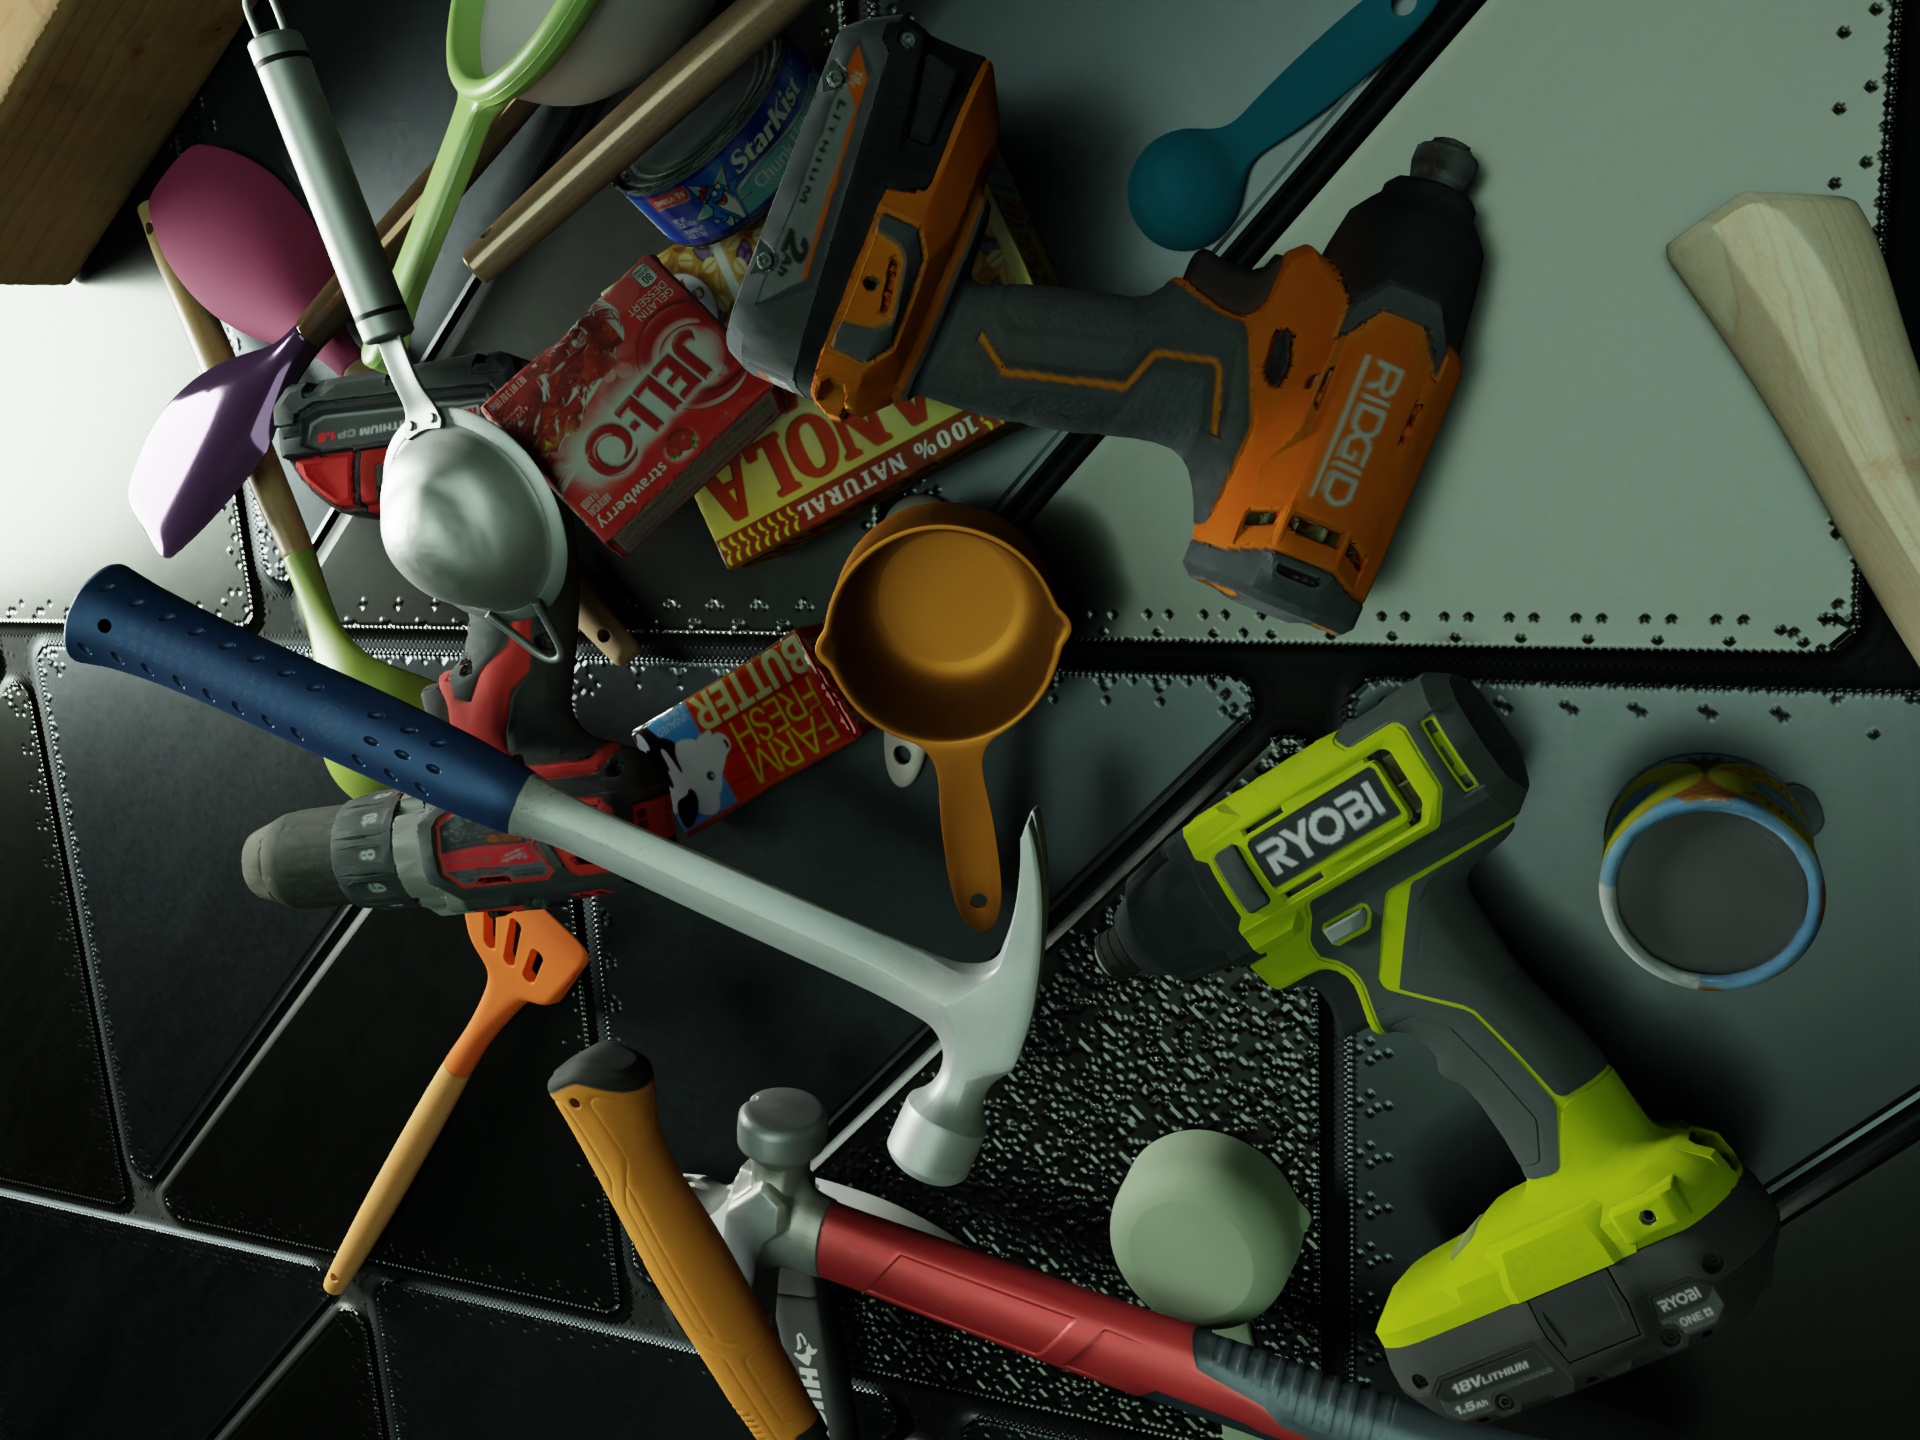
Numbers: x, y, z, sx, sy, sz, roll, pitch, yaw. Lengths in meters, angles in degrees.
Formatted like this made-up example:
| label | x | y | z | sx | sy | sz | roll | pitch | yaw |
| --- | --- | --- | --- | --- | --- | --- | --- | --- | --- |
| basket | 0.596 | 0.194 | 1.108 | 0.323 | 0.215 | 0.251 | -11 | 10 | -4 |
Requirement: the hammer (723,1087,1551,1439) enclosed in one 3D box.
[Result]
| label | x | y | z | sx | sy | sz | roll | pitch | yaw |
| --- | --- | --- | --- | --- | --- | --- | --- | --- | --- |
| hammer | 0.079 | 0.264 | 0.625 | 0.386 | 0.038 | 0.143 | 13 | 110 | 21 |

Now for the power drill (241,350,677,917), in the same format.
| label | x | y | z | sx | sy | sz | roll | pitch | yaw |
| --- | --- | --- | --- | --- | --- | --- | --- | --- | --- |
| power drill | -0.225 | -0.027 | 0.671 | 0.188 | 0.080 | 0.226 | -7 | 93 | 11 |

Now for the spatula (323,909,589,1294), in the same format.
| label | x | y | z | sx | sy | sz | roll | pitch | yaw |
| --- | --- | --- | --- | --- | --- | --- | --- | --- | --- |
| spatula | -0.268 | 0.193 | 0.801 | 0.081 | 0.041 | 0.322 | 38 | 116 | 10 |

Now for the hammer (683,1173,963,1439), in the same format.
| label | x | y | z | sx | sy | sz | roll | pitch | yaw |
| --- | --- | --- | --- | --- | --- | --- | --- | --- | --- |
| hammer | -0.051 | 0.373 | 0.753 | 0.146 | 0.035 | 0.334 | -4 | 102 | 25 |

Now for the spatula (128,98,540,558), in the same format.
| label | x | y | z | sx | sy | sz | roll | pitch | yaw |
| --- | --- | --- | --- | --- | --- | --- | --- | --- | --- |
| spatula | -0.270 | -0.188 | 0.696 | 0.316 | 0.018 | 0.060 | -39 | 77 | 19 |

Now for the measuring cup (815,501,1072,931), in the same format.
| label | x | y | z | sx | sy | sz | roll | pitch | yaw |
| --- | --- | --- | --- | --- | --- | --- | --- | --- | --- |
| measuring cup | -0.001 | -0.002 | 0.626 | 0.095 | 0.052 | 0.173 | -6 | 115 | 4 |

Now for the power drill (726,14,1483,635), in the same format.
| label | x | y | z | sx | sy | sz | roll | pitch | yaw |
| --- | --- | --- | --- | --- | --- | --- | --- | --- | --- |
| power drill | 0.056 | -0.143 | 0.524 | 0.226 | 0.084 | 0.164 | 22 | 95 | -3 |

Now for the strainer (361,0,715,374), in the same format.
| label | x | y | z | sx | sy | sz | roll | pitch | yaw |
| --- | --- | --- | --- | --- | --- | --- | --- | --- | --- |
| strainer | -0.149 | -0.240 | 0.599 | 0.152 | 0.069 | 0.256 | 43 | 110 | 48 |

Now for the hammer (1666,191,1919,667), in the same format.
| label | x | y | z | sx | sy | sz | roll | pitch | yaw |
| --- | --- | --- | --- | --- | --- | --- | --- | --- | --- |
| hammer | 0.335 | 0.021 | 0.495 | 0.146 | 0.038 | 0.410 | -33 | 88 | 28 |

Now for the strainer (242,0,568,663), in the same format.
| label | x | y | z | sx | sy | sz | roll | pitch | yaw |
| --- | --- | --- | --- | --- | --- | --- | --- | --- | --- |
| strainer | -0.208 | -0.135 | 0.576 | 0.087 | 0.050 | 0.258 | -11 | 104 | 32 |

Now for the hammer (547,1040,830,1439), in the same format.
| label | x | y | z | sx | sy | sz | roll | pitch | yaw |
| --- | --- | --- | --- | --- | --- | --- | --- | --- | --- |
| hammer | -0.083 | 0.288 | 0.667 | 0.127 | 0.034 | 0.337 | -27 | 93 | 27 |

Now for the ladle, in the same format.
| label | x | y | z | sx | sy | sz | roll | pitch | yaw |
| --- | --- | --- | --- | --- | --- | --- | --- | --- | --- |
| ladle | -0.313 | -0.102 | 0.753 | 0.078 | 0.062 | 0.320 | -27 | 84 | 25 |

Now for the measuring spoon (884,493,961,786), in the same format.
| label | x | y | z | sx | sy | sz | roll | pitch | yaw |
| --- | --- | --- | --- | --- | --- | --- | --- | --- | --- |
| measuring spoon | -0.022 | -0.030 | 0.648 | 0.034 | 0.018 | 0.124 | 12 | 108 | 21 |

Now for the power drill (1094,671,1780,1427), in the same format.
| label | x | y | z | sx | sy | sz | roll | pitch | yaw |
| --- | --- | --- | --- | --- | --- | --- | --- | --- | --- |
| power drill | 0.161 | 0.118 | 0.566 | 0.171 | 0.080 | 0.223 | -36 | 77 | 26 |

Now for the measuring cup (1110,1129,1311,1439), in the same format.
| label | x | y | z | sx | sy | sz | roll | pitch | yaw |
| --- | --- | --- | --- | --- | --- | --- | --- | --- | --- |
| measuring cup | 0.105 | 0.253 | 0.651 | 0.083 | 0.038 | 0.167 | -7 | 98 | 25 |

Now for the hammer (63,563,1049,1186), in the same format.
| label | x | y | z | sx | sy | sz | roll | pitch | yaw |
| --- | --- | --- | --- | --- | --- | --- | --- | --- | --- |
| hammer | -0.156 | 0.031 | 0.612 | 0.405 | 0.035 | 0.144 | 24 | 100 | 6 |

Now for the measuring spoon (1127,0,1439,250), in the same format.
| label | x | y | z | sx | sy | sz | roll | pitch | yaw |
| --- | --- | --- | --- | --- | --- | --- | --- | --- | --- |
| measuring spoon | 0.108 | -0.210 | 0.543 | 0.128 | 0.021 | 0.042 | -36 | 87 | 29 |

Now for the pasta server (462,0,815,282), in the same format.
| label | x | y | z | sx | sy | sz | roll | pitch | yaw |
| --- | --- | --- | --- | --- | --- | --- | --- | --- | --- |
| pasta server | -0.058 | -0.263 | 0.547 | 0.316 | 0.060 | 0.040 | -38 | 126 | 9 |

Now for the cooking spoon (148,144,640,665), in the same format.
| label | x | y | z | sx | sy | sz | roll | pitch | yaw |
| --- | --- | --- | --- | --- | --- | --- | --- | --- | --- |
| cooking spoon | -0.256 | -0.141 | 0.720 | 0.319 | 0.017 | 0.068 | 46 | 100 | 5 |
